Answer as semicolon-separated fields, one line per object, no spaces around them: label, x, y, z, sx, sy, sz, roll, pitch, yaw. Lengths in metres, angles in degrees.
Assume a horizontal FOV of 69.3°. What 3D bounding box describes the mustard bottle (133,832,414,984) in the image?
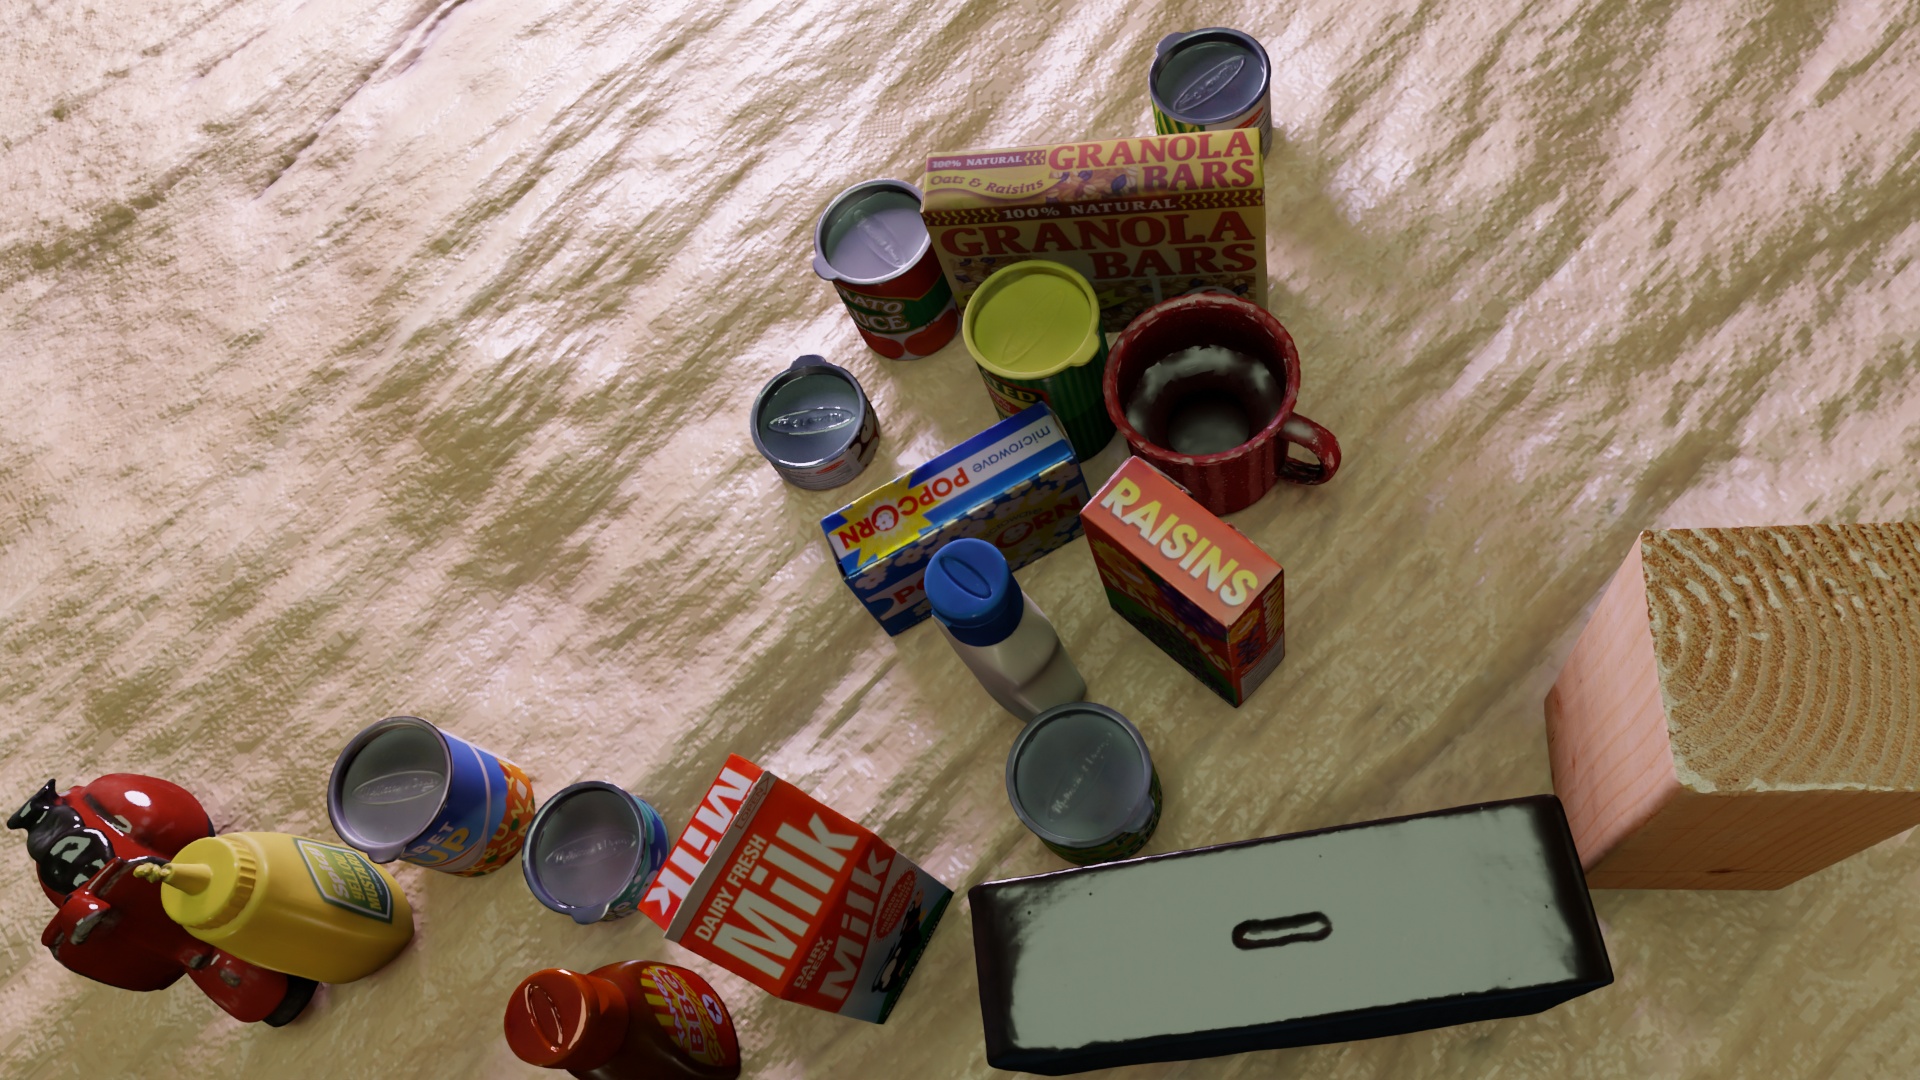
mustard bottle;-0.324;0.169;0.655;0.049;0.159;0.065;-40;65;-5

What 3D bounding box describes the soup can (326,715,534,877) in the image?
soup can;-0.264;0.134;0.699;0.071;0.083;0.071;-5;67;12

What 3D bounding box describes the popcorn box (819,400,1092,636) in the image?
popcorn box;0.002;-0.009;0.696;0.127;0.085;0.038;-28;64;0

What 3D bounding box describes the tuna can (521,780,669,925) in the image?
tuna can;-0.182;0.159;0.697;0.071;0.032;0.071;-5;66;11

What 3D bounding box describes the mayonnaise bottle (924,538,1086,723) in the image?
mayonnaise bottle;0.019;0.043;0.635;0.065;0.147;0.041;38;81;24

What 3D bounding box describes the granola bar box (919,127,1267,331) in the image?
granola bar box;0.074;-0.156;0.720;0.165;0.124;0.039;-1;68;13

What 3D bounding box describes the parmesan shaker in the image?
parmesan shaker;0.046;-0.086;0.708;0.071;0.102;0.071;-5;67;12

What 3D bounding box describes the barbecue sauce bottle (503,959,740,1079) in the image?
barbecue sauce bottle;-0.144;0.211;0.601;0.044;0.148;0.065;-33;64;-2

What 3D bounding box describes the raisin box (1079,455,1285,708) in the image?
raisin box;0.105;0.022;0.637;0.086;0.123;0.040;41;82;25

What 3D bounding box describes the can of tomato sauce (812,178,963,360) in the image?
can of tomato sauce;-0.038;-0.146;0.765;0.071;0.083;0.071;-5;67;12

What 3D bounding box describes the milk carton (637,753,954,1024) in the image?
milk carton;-0.069;0.149;0.587;0.073;0.190;0.072;24;75;21

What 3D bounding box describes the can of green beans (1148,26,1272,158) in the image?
can of green beans;0.141;-0.242;0.778;0.071;0.057;0.071;-5;67;11

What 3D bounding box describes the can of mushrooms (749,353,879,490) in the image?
can of mushrooms;-0.080;-0.065;0.768;0.071;0.033;0.071;-5;66;11

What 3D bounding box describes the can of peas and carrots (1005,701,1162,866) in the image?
can of peas and carrots;0.061;0.115;0.643;0.071;0.058;0.071;-5;67;11
